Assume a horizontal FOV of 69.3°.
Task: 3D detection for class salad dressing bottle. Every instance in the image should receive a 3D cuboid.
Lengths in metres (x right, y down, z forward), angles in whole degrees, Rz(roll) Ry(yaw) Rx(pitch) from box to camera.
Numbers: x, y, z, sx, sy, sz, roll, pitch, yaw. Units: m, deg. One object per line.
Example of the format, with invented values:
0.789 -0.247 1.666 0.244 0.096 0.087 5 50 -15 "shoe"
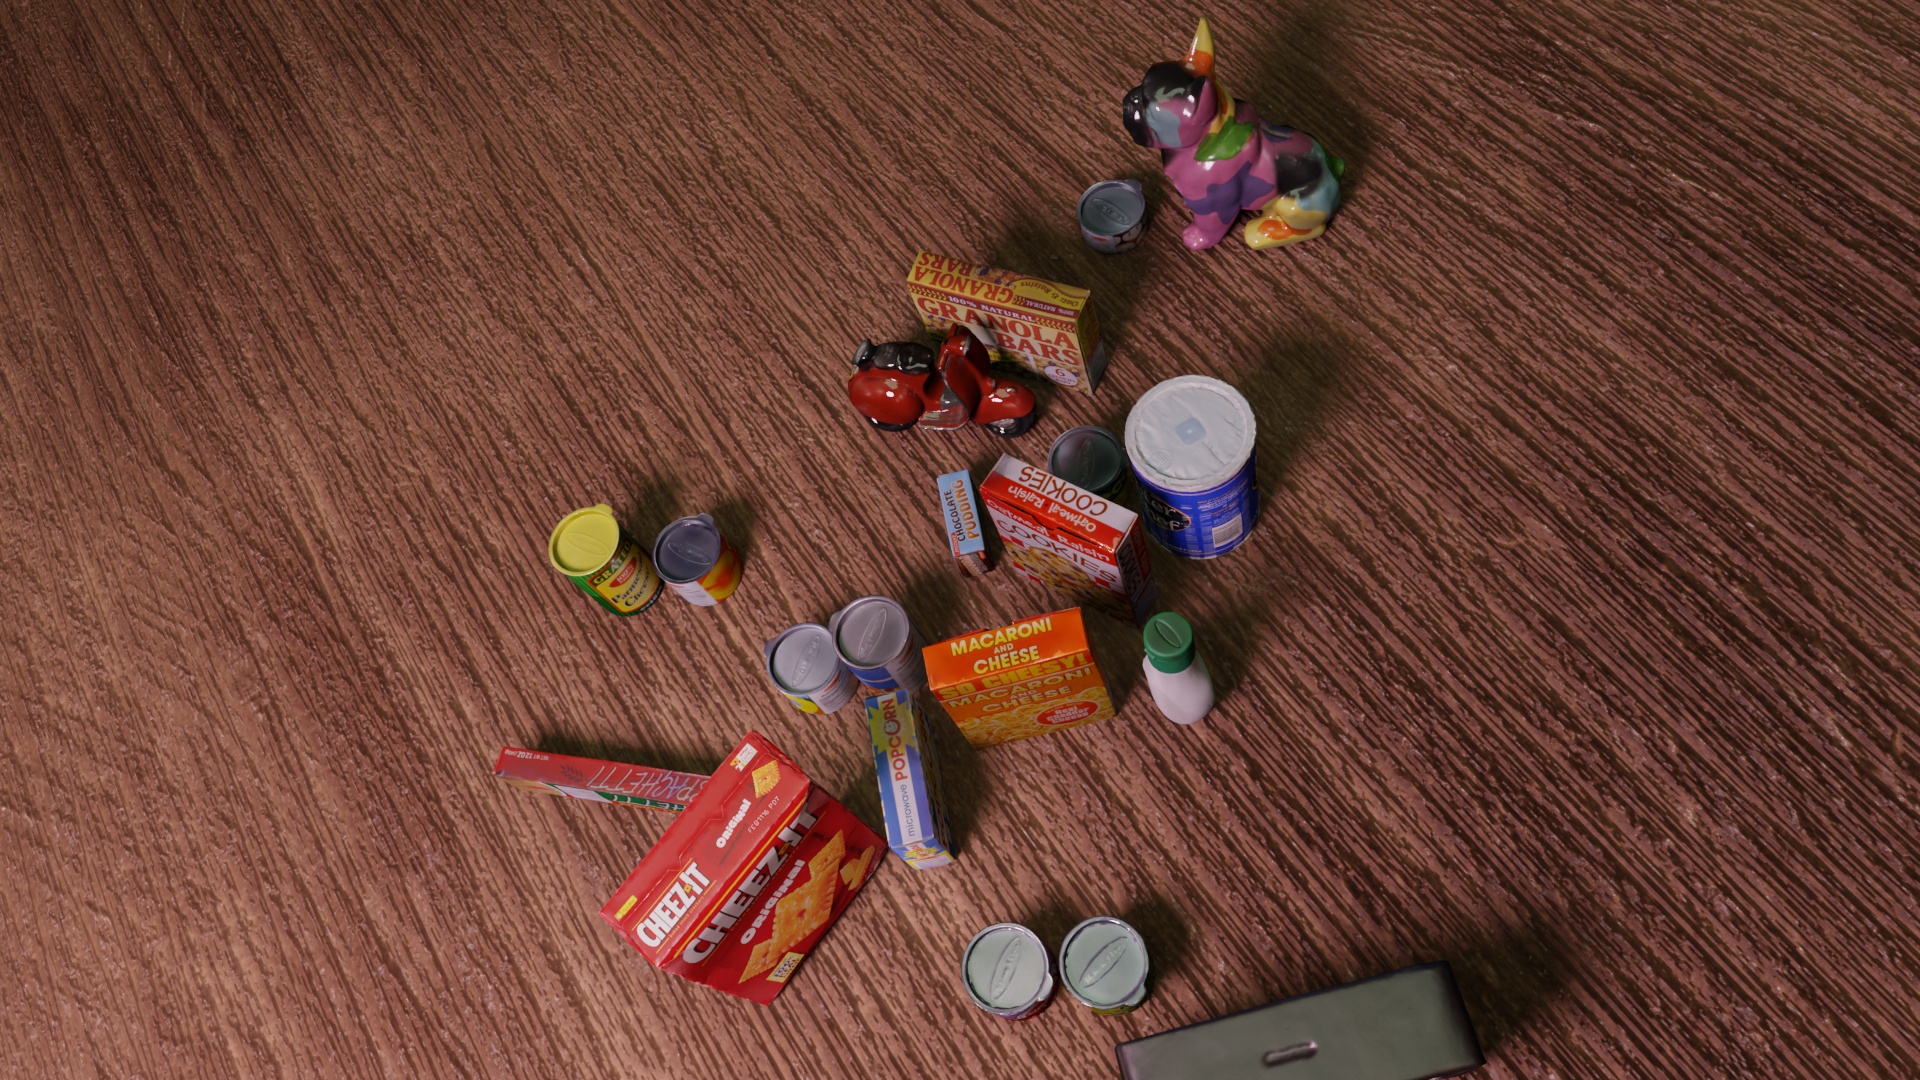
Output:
0.167 0.099 1.078 0.044 0.147 0.064 -38 63 -5 "salad dressing bottle"

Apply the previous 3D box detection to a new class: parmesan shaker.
-0.316 0.019 1.257 0.071 0.102 0.071 -5 64 11 "parmesan shaker"

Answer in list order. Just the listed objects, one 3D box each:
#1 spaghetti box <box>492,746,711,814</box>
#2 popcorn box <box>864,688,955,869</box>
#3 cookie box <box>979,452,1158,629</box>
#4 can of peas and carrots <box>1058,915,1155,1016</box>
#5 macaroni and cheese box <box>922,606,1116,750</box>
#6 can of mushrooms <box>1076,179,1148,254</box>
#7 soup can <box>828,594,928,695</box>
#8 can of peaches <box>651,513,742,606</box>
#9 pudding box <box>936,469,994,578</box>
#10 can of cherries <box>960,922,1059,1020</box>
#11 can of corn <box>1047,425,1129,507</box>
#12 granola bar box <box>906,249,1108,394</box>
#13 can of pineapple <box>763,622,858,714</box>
-0.276 0.211 1.186 0.250 0.050 0.029 5 67 16 "spaghetti box"
-0.040 0.193 1.118 0.038 0.085 0.127 -16 63 6 "popcorn box"
0.091 0.004 1.130 0.123 0.167 0.040 26 74 23 "cookie box"
0.112 0.320 1.037 0.071 0.058 0.071 -5 64 11 "can of peas and carrots"
0.050 0.111 1.090 0.124 0.166 0.040 -15 63 6 "macaroni and cheese box"
0.149 -0.314 1.343 0.071 0.033 0.071 -5 64 11 "can of mushrooms"
-0.067 0.090 1.174 0.071 0.083 0.071 -5 64 11 "soup can"
-0.237 0.018 1.264 0.071 0.058 0.071 -5 64 11 "can of peaches"
0.004 -0.015 1.227 0.030 0.049 0.084 -15 63 7 "pudding box"
0.041 0.329 1.050 0.071 0.058 0.072 -5 64 11 "can of cherries"
0.116 -0.058 1.215 0.071 0.058 0.071 -5 64 11 "can of corn"
0.043 -0.197 1.261 0.166 0.123 0.039 18 71 20 "granola bar box"
-0.128 0.110 1.194 0.071 0.057 0.071 -5 64 11 "can of pineapple"
